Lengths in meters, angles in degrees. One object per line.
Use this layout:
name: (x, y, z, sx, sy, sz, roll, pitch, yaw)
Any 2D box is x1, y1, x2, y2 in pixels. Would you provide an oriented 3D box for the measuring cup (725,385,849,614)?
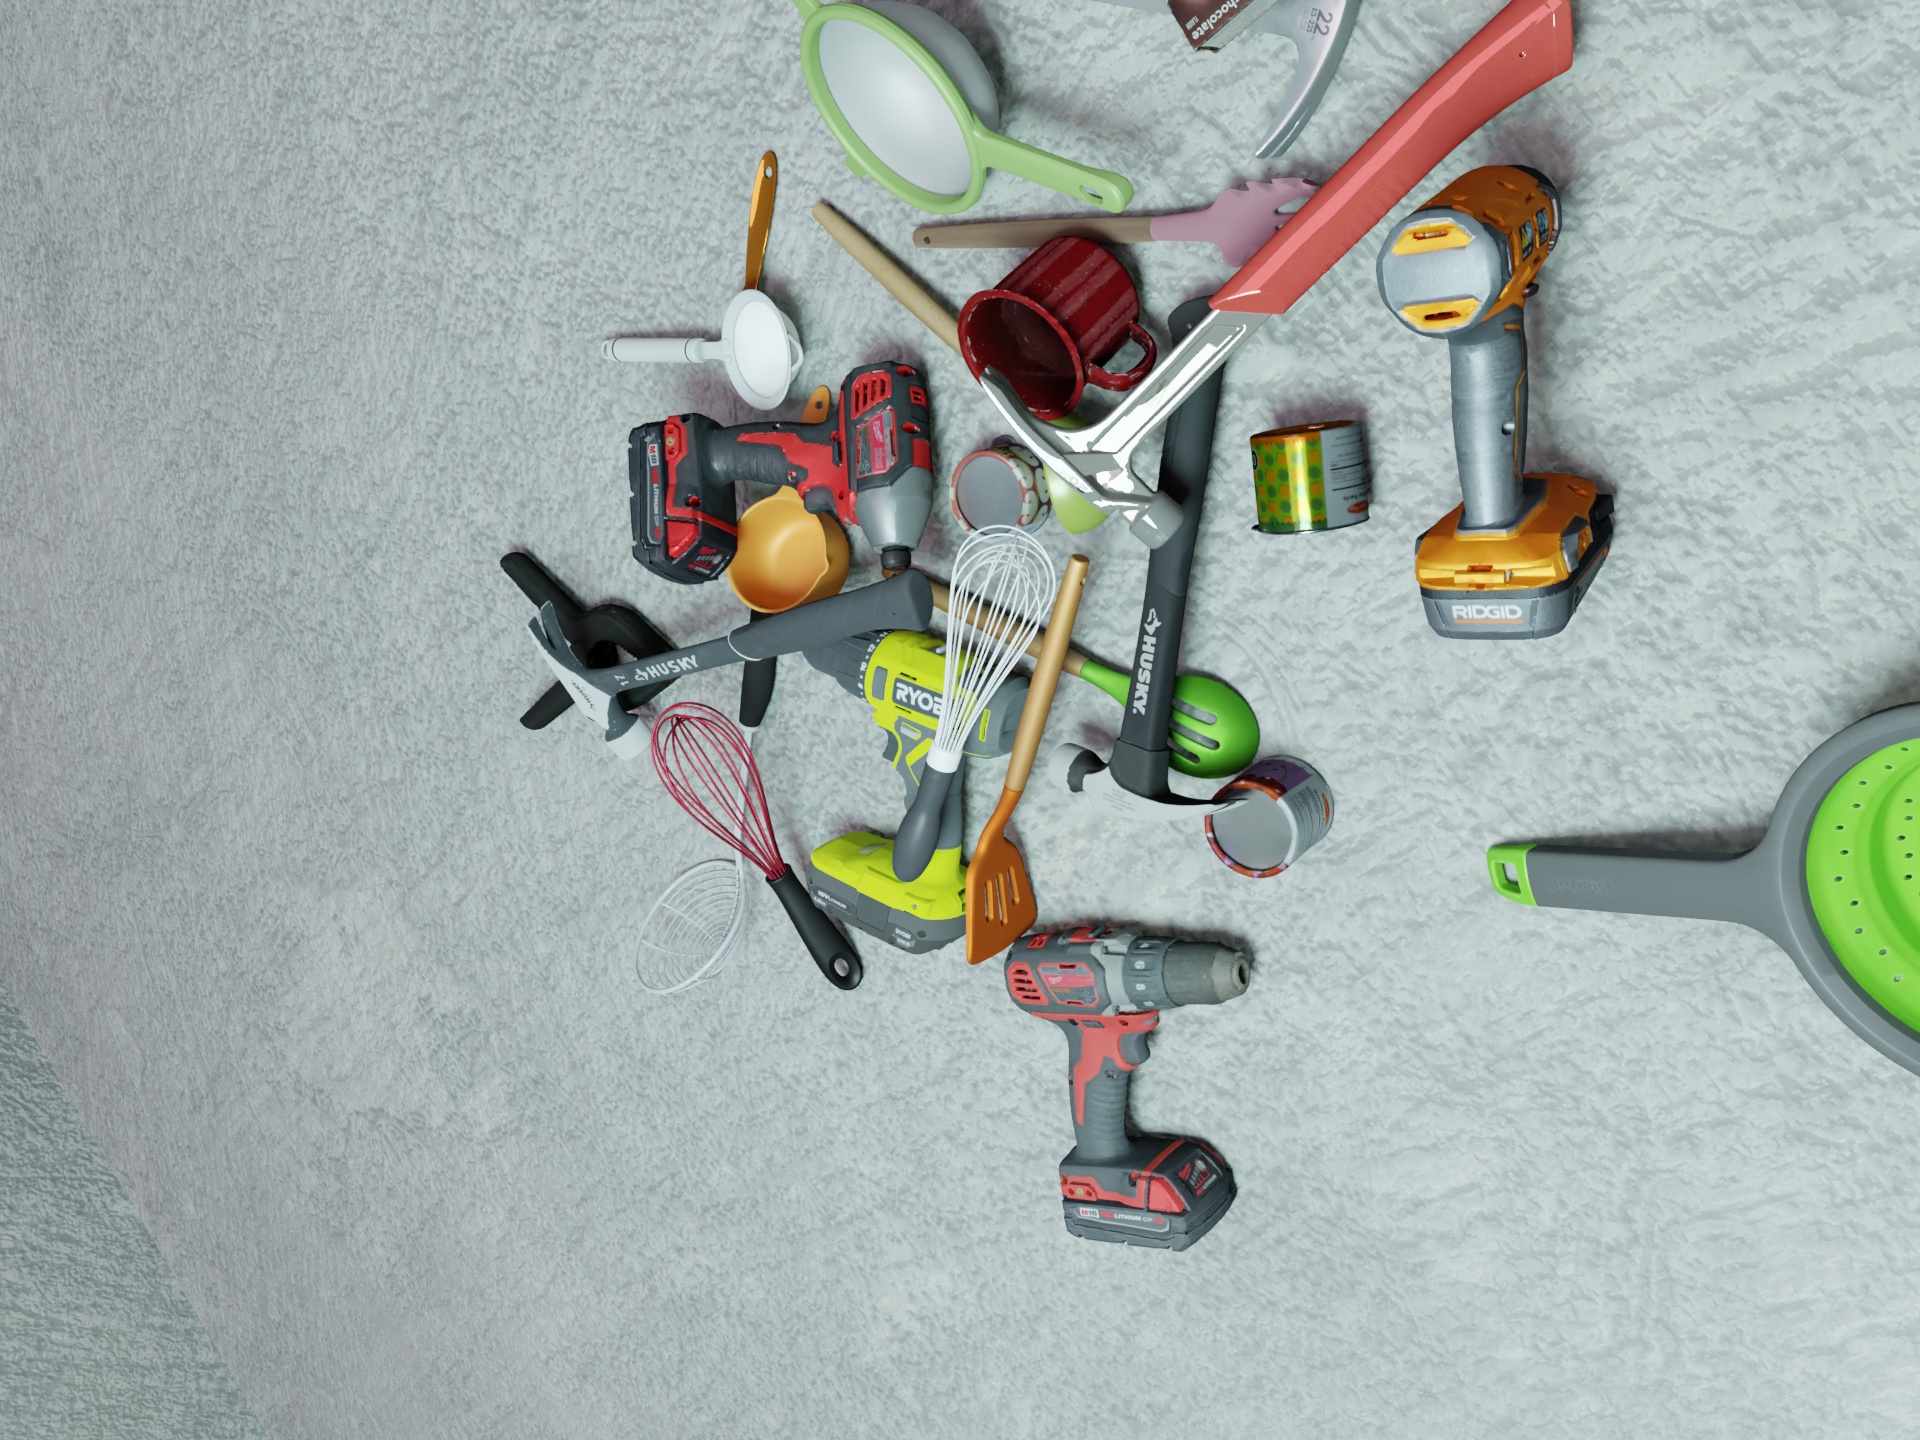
measuring cup: (-0.115, -0.162, 1.198, 0.095, 0.052, 0.173, 16, 90, 26)

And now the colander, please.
colander: (0.465, 0.077, 0.833, 0.397, 0.094, 0.204, -2, 106, 56)

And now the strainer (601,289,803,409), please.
strainer: (-0.193, -0.283, 1.211, 0.259, 0.050, 0.086, 12, 114, 39)

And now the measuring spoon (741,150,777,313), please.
measuring spoon: (-0.146, -0.358, 1.170, 0.021, 0.011, 0.116, 25, 116, 30)

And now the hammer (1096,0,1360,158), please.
hammer: (0.049, -0.450, 0.972, 0.406, 0.035, 0.144, 24, 119, 28)

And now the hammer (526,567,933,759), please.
hammer: (-0.175, -0.058, 1.192, 0.409, 0.036, 0.149, -12, 125, 42)

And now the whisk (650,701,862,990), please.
whisk: (-0.154, 0.106, 1.265, 0.073, 0.073, 0.295, -8, 123, 38)

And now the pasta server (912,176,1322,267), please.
pasta server: (0.094, -0.304, 0.991, 0.316, 0.040, 0.060, 10, 123, 35)

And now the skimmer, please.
skimmer: (-0.208, 0.059, 1.312, 0.127, 0.090, 0.363, -132, 47, -54)

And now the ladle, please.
ladle: (-0.006, -0.246, 1.076, 0.320, 0.078, 0.062, 46, 104, 20)

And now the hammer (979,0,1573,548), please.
hammer: (0.178, -0.261, 0.877, 0.149, 0.037, 0.359, 42, 115, -10)

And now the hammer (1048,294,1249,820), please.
hammer: (0.136, -0.097, 1.002, 0.146, 0.035, 0.334, 21, 109, 45)

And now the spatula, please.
spatula: (0.050, 0.030, 1.099, 0.041, 0.081, 0.322, 35, 129, 27)

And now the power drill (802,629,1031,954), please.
power drill: (-0.049, 0.041, 1.198, 0.191, 0.080, 0.228, 22, 115, 28)

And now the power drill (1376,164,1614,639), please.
power drill: (0.286, -0.174, 0.835, 0.084, 0.164, 0.226, 2, 120, 36)

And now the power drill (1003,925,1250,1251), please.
power drill: (0.135, 0.257, 1.141, 0.188, 0.080, 0.226, -7, 99, 38)

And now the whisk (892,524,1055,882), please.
whisk: (-0.003, -0.004, 1.082, 0.070, 0.070, 0.284, 32, 121, 23)

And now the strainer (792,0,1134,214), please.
strainer: (0.014, -0.377, 0.982, 0.256, 0.069, 0.151, 31, 162, 28)

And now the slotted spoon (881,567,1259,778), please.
slotted spoon: (0.066, -0.045, 1.113, 0.314, 0.031, 0.070, 29, 115, 27)

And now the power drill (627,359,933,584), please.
power drill: (-0.122, -0.165, 1.133, 0.220, 0.078, 0.143, -8, 81, 21)
